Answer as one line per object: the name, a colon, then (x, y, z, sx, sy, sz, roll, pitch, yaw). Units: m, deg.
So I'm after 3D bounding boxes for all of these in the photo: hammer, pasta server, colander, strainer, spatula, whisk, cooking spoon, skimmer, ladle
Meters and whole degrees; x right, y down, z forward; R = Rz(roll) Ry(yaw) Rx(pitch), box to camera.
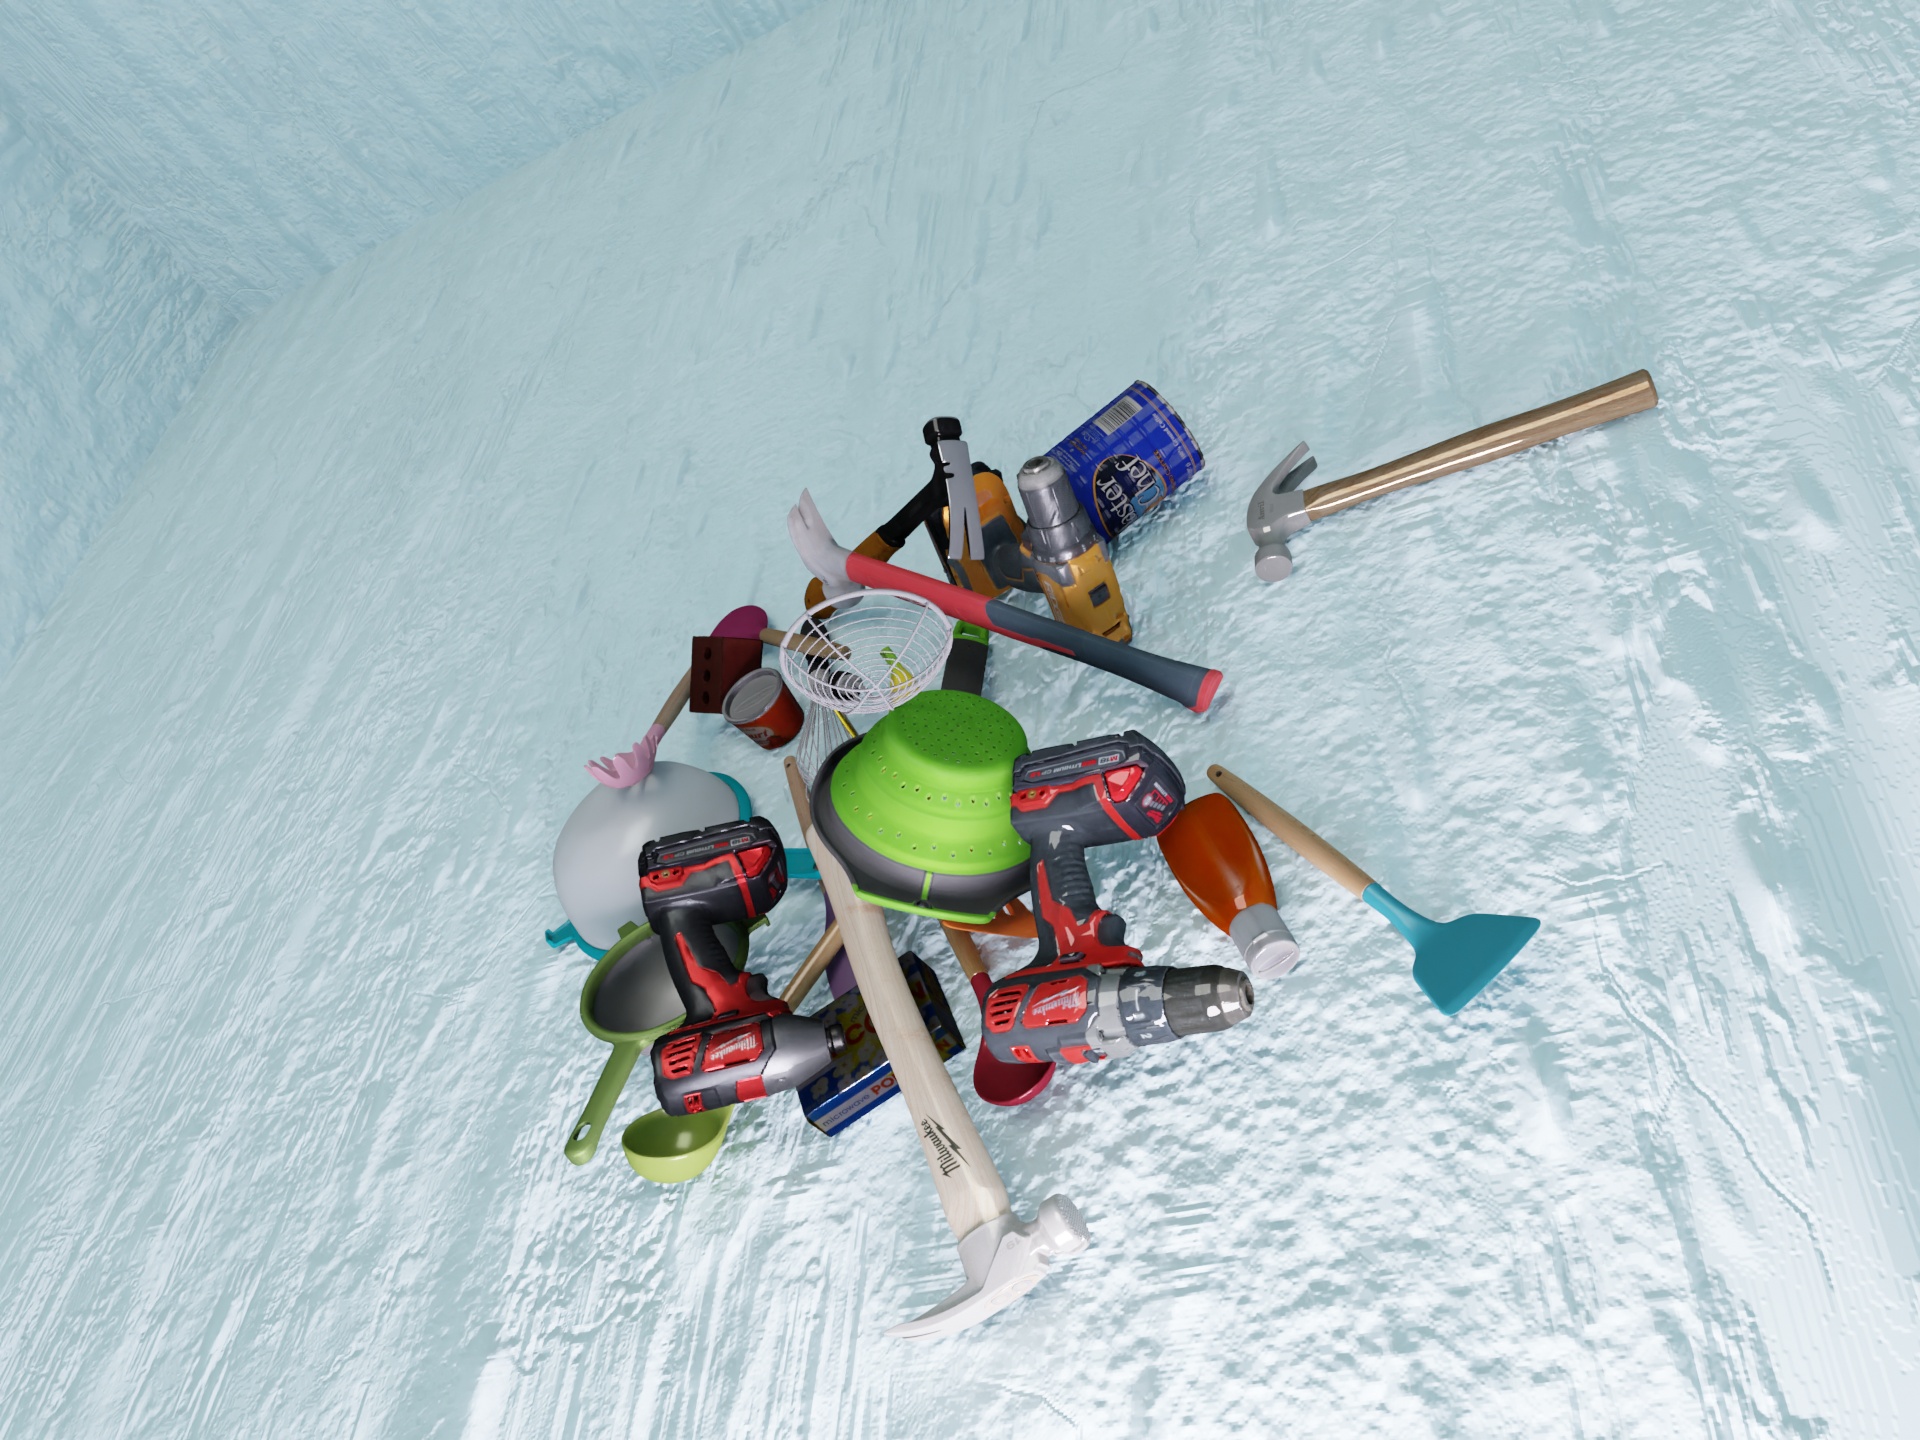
hammer: (0.032, -0.093, 1.316, 0.386, 0.143, 0.038, 21, 69, 24)
pasta server: (-0.288, -0.007, 1.531, 0.060, 0.040, 0.316, -23, 19, 13)
colander: (-0.002, -0.004, 1.295, 0.204, 0.094, 0.397, 12, 35, -1)
hammer: (0.393, -0.215, 1.301, 0.331, 0.031, 0.130, -18, 44, 23)
strainer: (-0.245, 0.261, 1.278, 0.151, 0.069, 0.257, -8, 36, 24)
spatula: (0.261, 0.097, 1.089, 0.082, 0.044, 0.318, -45, 38, -3)
whisk: (-0.128, -0.018, 1.496, 0.070, 0.070, 0.285, -29, 35, 11)
cooking spoon: (-0.183, -0.083, 1.583, 0.069, 0.017, 0.319, -52, 29, -13)
skimmer: (-0.087, -0.056, 1.283, 0.127, 0.090, 0.363, -7, 4, -8)
spatula: (0.016, 0.067, 1.306, 0.081, 0.041, 0.323, 8, 40, -10)
strainer: (-0.253, 0.107, 1.422, 0.340, 0.095, 0.211, -4, 50, 41)
ladle: (0.005, 0.181, 1.219, 0.069, 0.031, 0.316, -33, 37, 2)
hammer: (-0.072, -0.155, 1.479, 0.337, 0.034, 0.127, -32, 65, 59)
ladle: (-0.150, 0.226, 1.258, 0.078, 0.062, 0.320, 16, 65, 50)
hammer: (-0.048, 0.230, 1.137, 0.146, 0.038, 0.411, -37, 48, 11)
spatula: (-0.114, 0.130, 1.366, 0.060, 0.018, 0.316, -35, 40, 8)

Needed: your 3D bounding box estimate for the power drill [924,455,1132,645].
power drill: (0.051, -0.163, 1.395, 0.084, 0.185, 0.226, -34, 34, -16)

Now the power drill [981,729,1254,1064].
power drill: (0.111, 0.124, 1.098, 0.188, 0.080, 0.227, -13, 54, 28)

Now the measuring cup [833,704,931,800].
measuring cup: (-0.057, 0.036, 1.337, 0.029, 0.062, 0.157, -37, 75, -5)

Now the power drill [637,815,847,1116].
power drill: (-0.172, 0.188, 1.222, 0.143, 0.078, 0.220, -12, 52, -5)
